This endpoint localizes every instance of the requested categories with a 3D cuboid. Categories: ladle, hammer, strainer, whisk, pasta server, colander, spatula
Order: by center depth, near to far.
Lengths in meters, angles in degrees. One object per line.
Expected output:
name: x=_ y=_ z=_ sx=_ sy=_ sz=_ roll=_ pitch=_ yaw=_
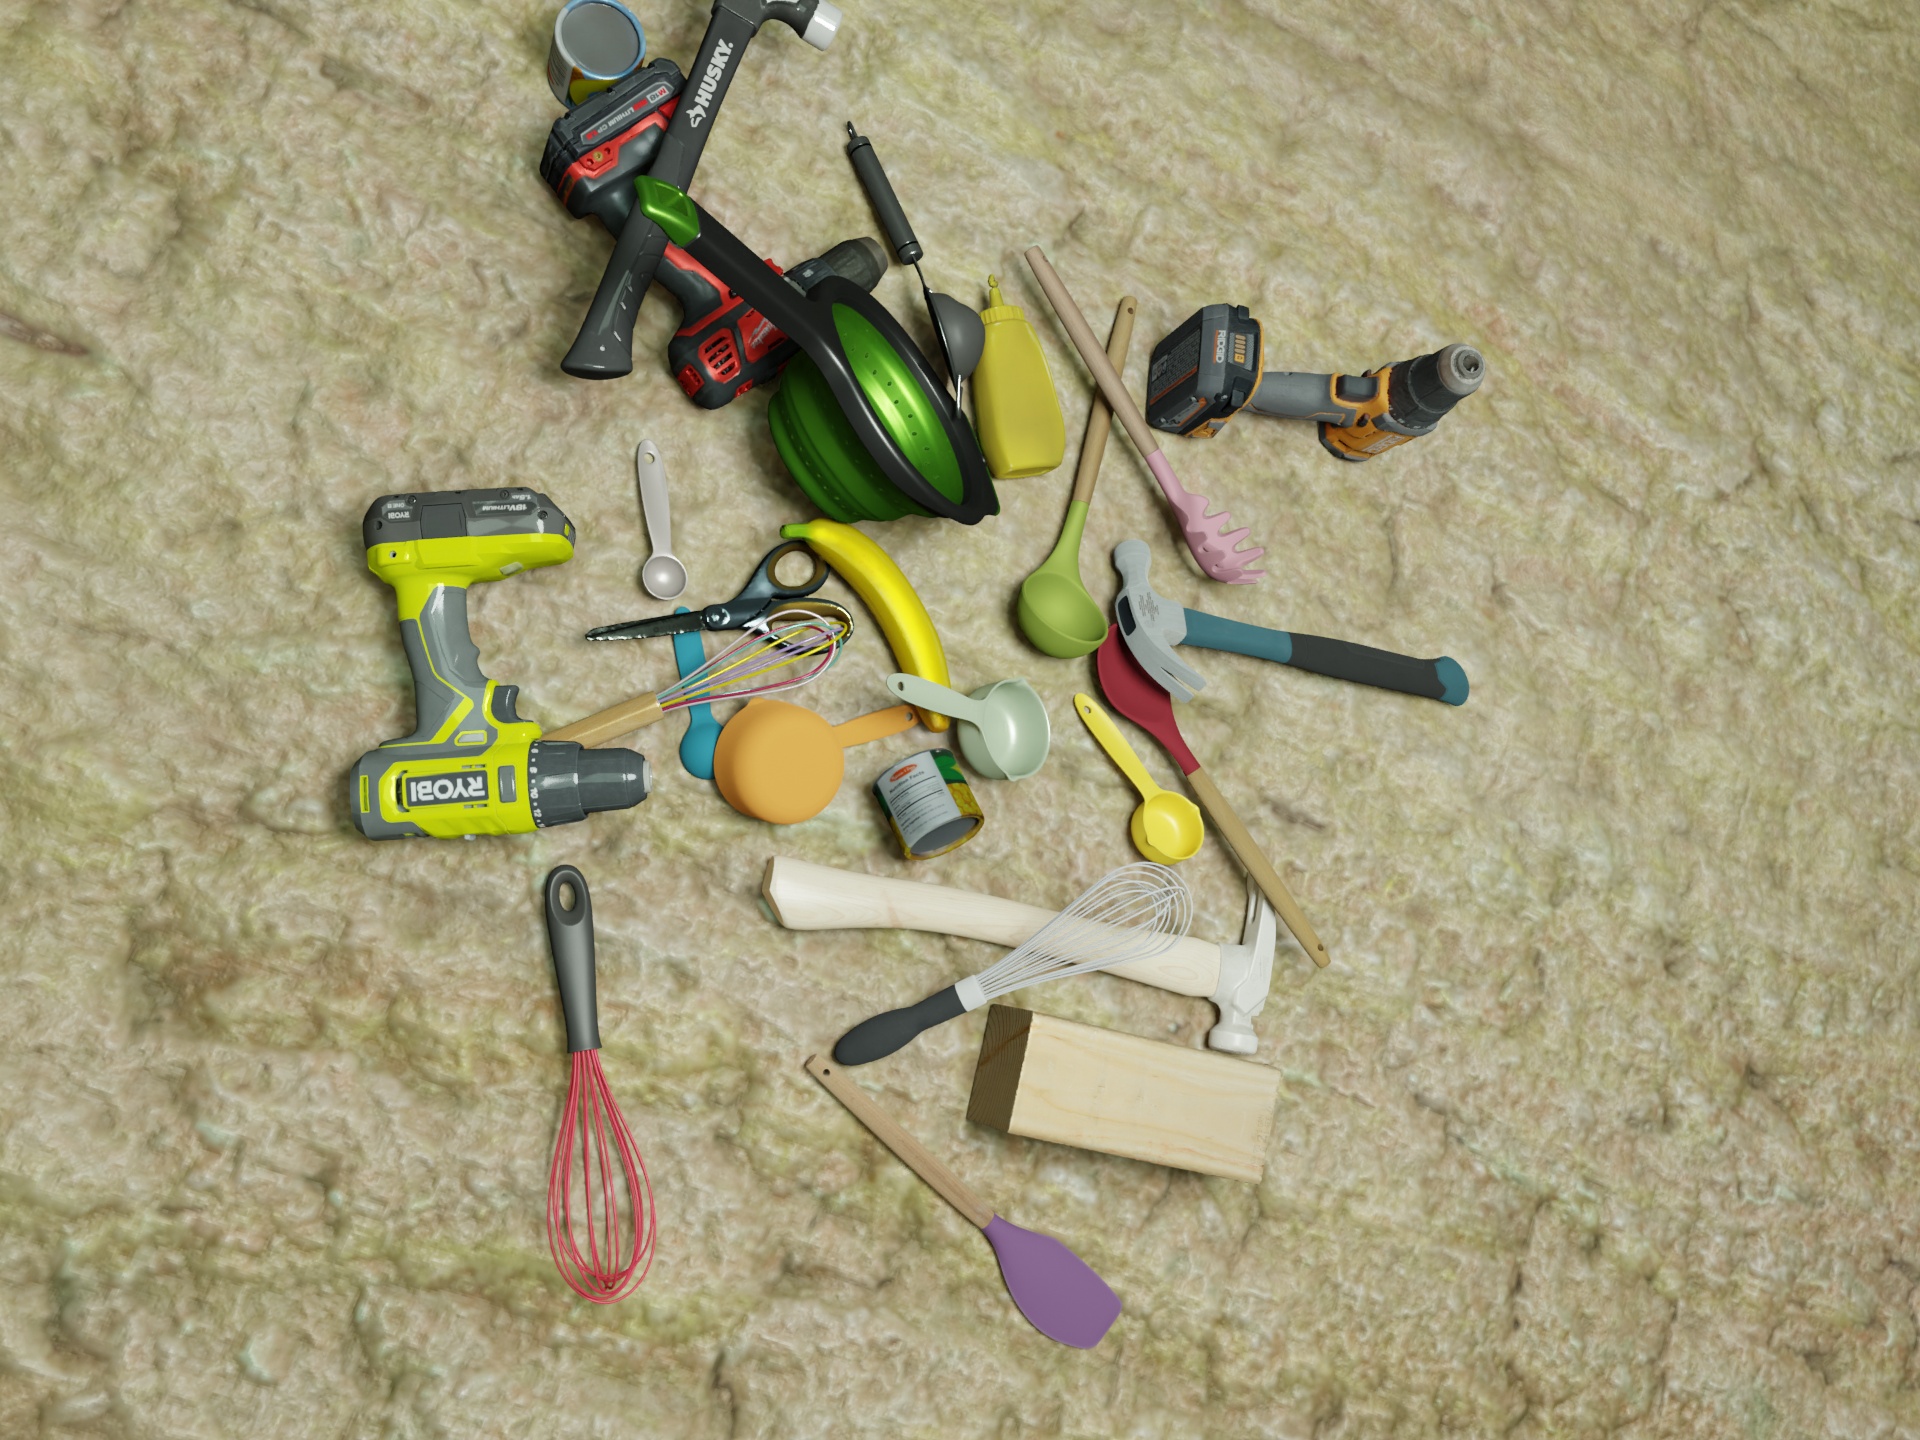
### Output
whisk: x=-0.255 y=0.244 z=1.084 sx=0.073 sy=0.073 sz=0.296 roll=-5 pitch=79 yaw=-20
colander: x=-0.114 y=-0.234 z=1.089 sx=0.396 sy=0.094 sz=0.205 roll=29 pitch=37 yaw=-55
hammer: x=-0.204 y=-0.389 z=1.106 sx=0.146 sy=0.035 sz=0.335 roll=24 pitch=79 yaw=-21
whisk: x=-0.193 y=-0.020 z=1.130 sx=0.245 sy=0.051 sz=0.047 roll=-23 pitch=53 yaw=-8
whisk: x=0.037 y=0.185 z=1.152 sx=0.284 sy=0.070 sz=0.070 roll=-27 pitch=93 yaw=4
spatula: x=0.000 y=0.356 z=1.179 sx=0.315 sy=0.018 sz=0.060 roll=45 pitch=73 yaw=-10
hammer: x=0.053 y=0.149 z=1.213 sx=0.410 sy=0.038 sz=0.146 roll=14 pitch=78 yaw=-17
strainer: x=-0.033 y=-0.355 z=1.226 sx=0.050 sy=0.087 sz=0.258 roll=-25 pitch=81 yaw=-1
ladle: x=0.200 y=0.061 z=1.257 sx=0.069 sy=0.031 sz=0.315 roll=-31 pitch=86 yaw=-31
pasta server: x=0.143 y=-0.239 z=1.257 sx=0.316 sy=0.040 sz=0.060 roll=58 pitch=38 yaw=-6
ladle: x=0.107 y=-0.199 z=1.264 sx=0.078 sy=0.062 sz=0.320 roll=20 pitch=75 yaw=-23
hammer: x=0.278 y=-0.059 z=1.306 sx=0.330 sy=0.033 sz=0.128 roll=10 pitch=58 yaw=-22

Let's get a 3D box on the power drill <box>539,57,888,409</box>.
power drill: x=-0.178 y=-0.365 z=1.173 sx=0.188 sy=0.080 sz=0.226 roll=-40 pitch=100 yaw=-19

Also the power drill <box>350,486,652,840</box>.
power drill: x=-0.310 y=-0.035 z=1.069 sx=0.190 sy=0.080 sz=0.228 roll=-4 pitch=85 yaw=-4

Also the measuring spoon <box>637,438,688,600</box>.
measuring spoon: x=-0.224 y=-0.146 z=1.164 sx=0.034 sy=0.018 sz=0.124 roll=-3 pitch=78 yaw=-30

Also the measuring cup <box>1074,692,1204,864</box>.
measuring cup: x=0.133 y=0.047 z=1.262 sx=0.062 sy=0.029 sz=0.156 roll=-30 pitch=81 yaw=-36

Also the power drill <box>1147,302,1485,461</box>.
power drill: x=0.284 y=-0.269 z=1.267 sx=0.226 sy=0.185 sz=0.084 roll=7 pitch=82 yaw=-15

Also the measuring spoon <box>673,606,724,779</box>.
measuring spoon: x=-0.189 y=-0.021 z=1.154 sx=0.042 sy=0.021 sz=0.128 roll=-11 pitch=89 yaw=-20

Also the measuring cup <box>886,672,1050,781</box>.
measuring cup: x=-0.002 y=-0.004 z=1.181 sx=0.167 sy=0.038 sz=0.083 roll=20 pitch=68 yaw=-40

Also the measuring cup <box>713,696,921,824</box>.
measuring cup: x=-0.091 y=0.020 z=1.161 sx=0.173 sy=0.052 sz=0.095 roll=-18 pitch=105 yaw=-26
